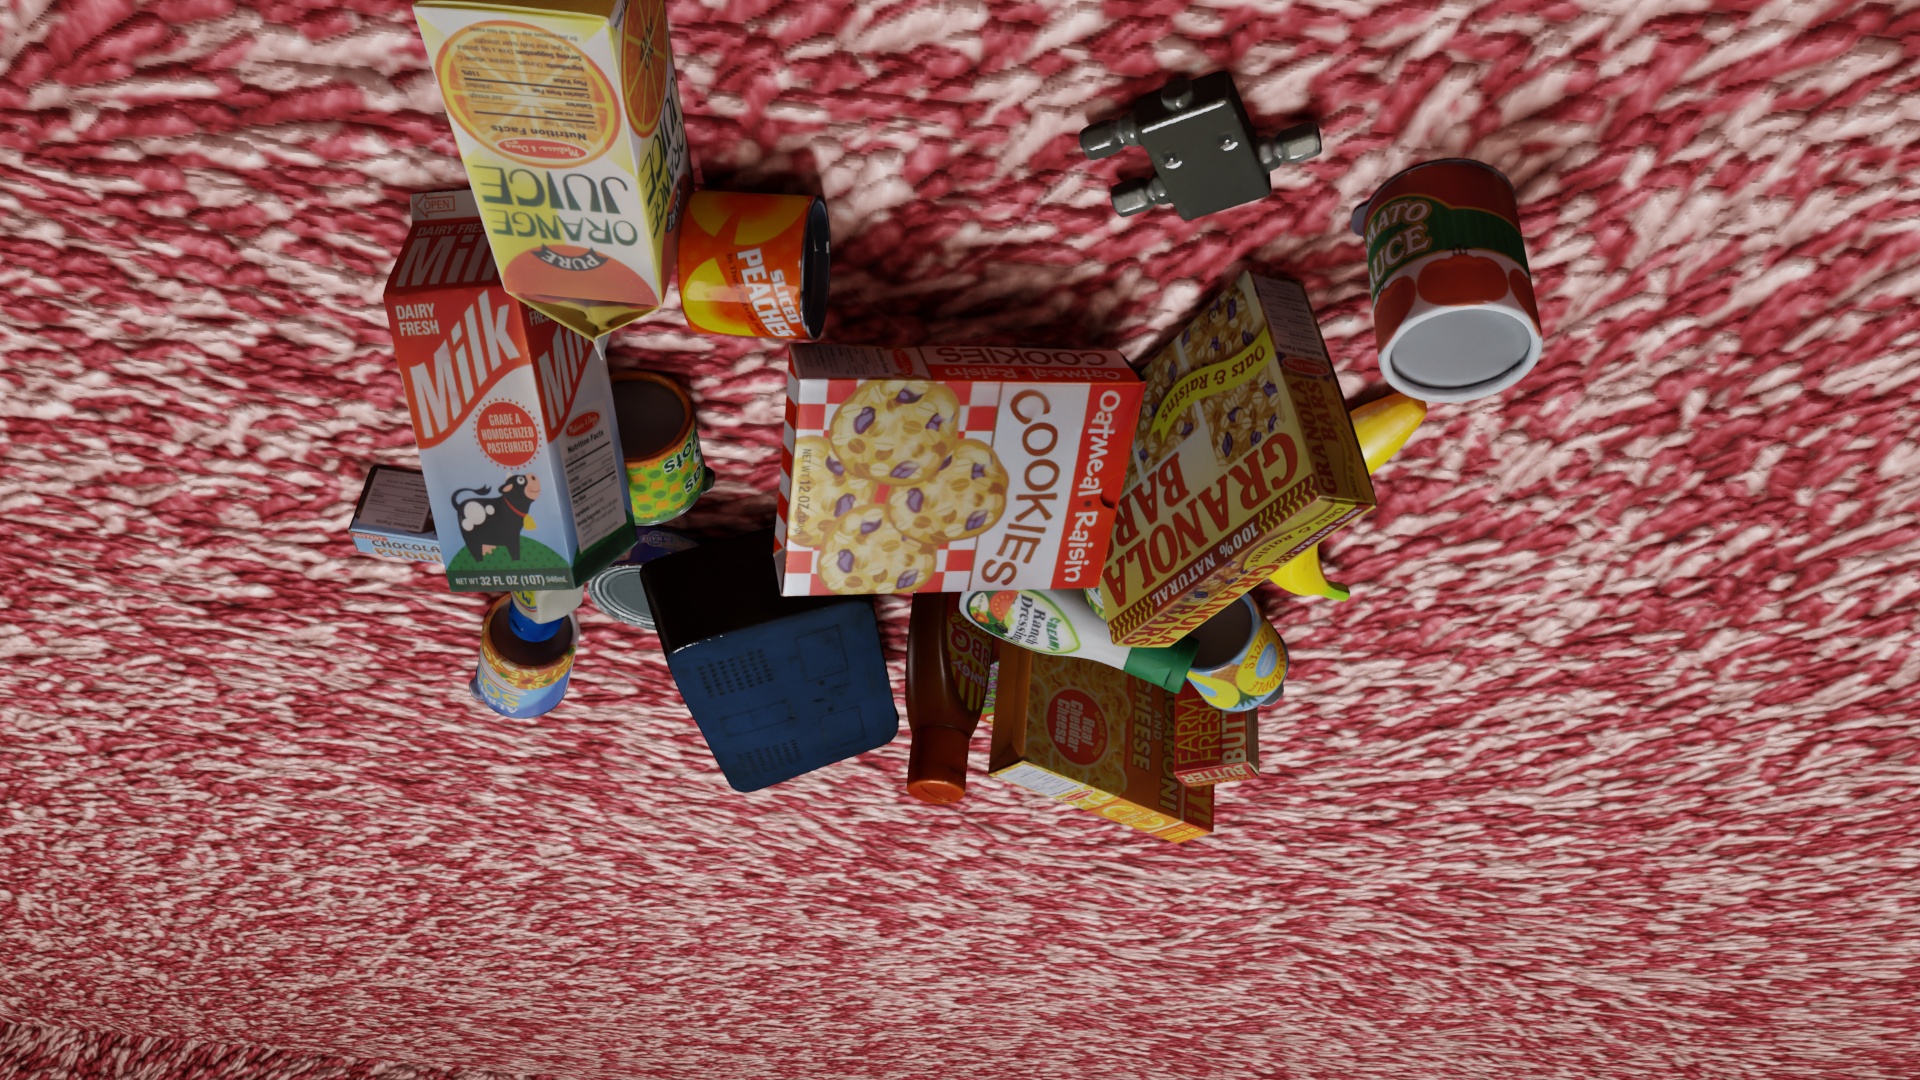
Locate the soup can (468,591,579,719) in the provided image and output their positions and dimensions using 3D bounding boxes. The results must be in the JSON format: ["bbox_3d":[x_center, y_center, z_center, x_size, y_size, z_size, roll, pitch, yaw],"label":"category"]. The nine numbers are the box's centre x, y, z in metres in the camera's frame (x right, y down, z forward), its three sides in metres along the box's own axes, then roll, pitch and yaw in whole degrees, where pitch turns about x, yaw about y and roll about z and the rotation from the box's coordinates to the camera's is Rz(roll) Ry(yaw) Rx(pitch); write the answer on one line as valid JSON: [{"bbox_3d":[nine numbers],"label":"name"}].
[{"bbox_3d":[-0.312,0.082,0.991,0.071,0.072,0.083,14,146,-13],"label":"soup can"}]

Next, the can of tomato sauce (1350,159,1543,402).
[{"bbox_3d":[0.209,-0.112,0.601,0.071,0.083,0.070,3,147,2],"label":"can of tomato sauce"}]

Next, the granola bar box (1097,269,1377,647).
[{"bbox_3d":[0.122,-0.035,0.692,0.039,0.124,0.164,4,151,-29],"label":"granola bar box"}]

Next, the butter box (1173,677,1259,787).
[{"bbox_3d":[0.172,0.111,0.934,0.053,0.104,0.024,-13,143,28],"label":"butter box"}]

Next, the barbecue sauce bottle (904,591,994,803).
[{"bbox_3d":[-0.009,0.093,0.889,0.043,0.149,0.064,-18,140,32],"label":"barbecue sauce bottle"}]

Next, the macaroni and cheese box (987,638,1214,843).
[{"bbox_3d":[0.100,0.121,0.941,0.166,0.124,0.040,25,145,-28],"label":"macaroni and cheese box"}]

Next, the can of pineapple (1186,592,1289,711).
[{"bbox_3d":[0.174,0.070,0.902,0.071,0.071,0.057,-14,142,27],"label":"can of pineapple"}]

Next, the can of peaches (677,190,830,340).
[{"bbox_3d":[-0.094,-0.125,0.637,0.058,0.071,0.071,4,147,4],"label":"can of peaches"}]

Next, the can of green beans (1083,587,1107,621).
[{"bbox_3d":[0.107,0.012,0.824,0.071,0.071,0.057,4,147,2],"label":"can of green beans"}]

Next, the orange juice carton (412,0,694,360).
[{"bbox_3d":[-0.160,-0.164,0.586,0.073,0.072,0.191,5,147,1],"label":"orange juice carton"}]

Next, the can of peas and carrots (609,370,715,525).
[{"bbox_3d":[-0.175,-0.051,0.768,0.071,0.071,0.058,5,146,1],"label":"can of peas and carrots"}]

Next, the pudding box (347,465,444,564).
[{"bbox_3d":[-0.329,-0.013,0.864,0.084,0.050,0.030,8,148,-5],"label":"pudding box"}]

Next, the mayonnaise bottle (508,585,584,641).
[{"bbox_3d":[-0.270,0.021,0.900,0.041,0.065,0.147,-28,165,-32],"label":"mayonnaise bottle"}]

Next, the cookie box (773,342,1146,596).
[{"bbox_3d":[-0.003,-0.033,0.685,0.168,0.040,0.122,-1,124,-15],"label":"cookie box"}]

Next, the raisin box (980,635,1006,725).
[{"bbox_3d":[0.049,0.105,1.002,0.123,0.040,0.085,28,140,-29],"label":"raisin box"}]

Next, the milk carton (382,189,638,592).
[{"bbox_3d":[-0.221,-0.076,0.683,0.072,0.074,0.189,-1,108,14],"label":"milk carton"}]

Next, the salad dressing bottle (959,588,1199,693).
[{"bbox_3d":[0.074,0.051,0.868,0.148,0.044,0.064,22,134,10],"label":"salad dressing bottle"}]
